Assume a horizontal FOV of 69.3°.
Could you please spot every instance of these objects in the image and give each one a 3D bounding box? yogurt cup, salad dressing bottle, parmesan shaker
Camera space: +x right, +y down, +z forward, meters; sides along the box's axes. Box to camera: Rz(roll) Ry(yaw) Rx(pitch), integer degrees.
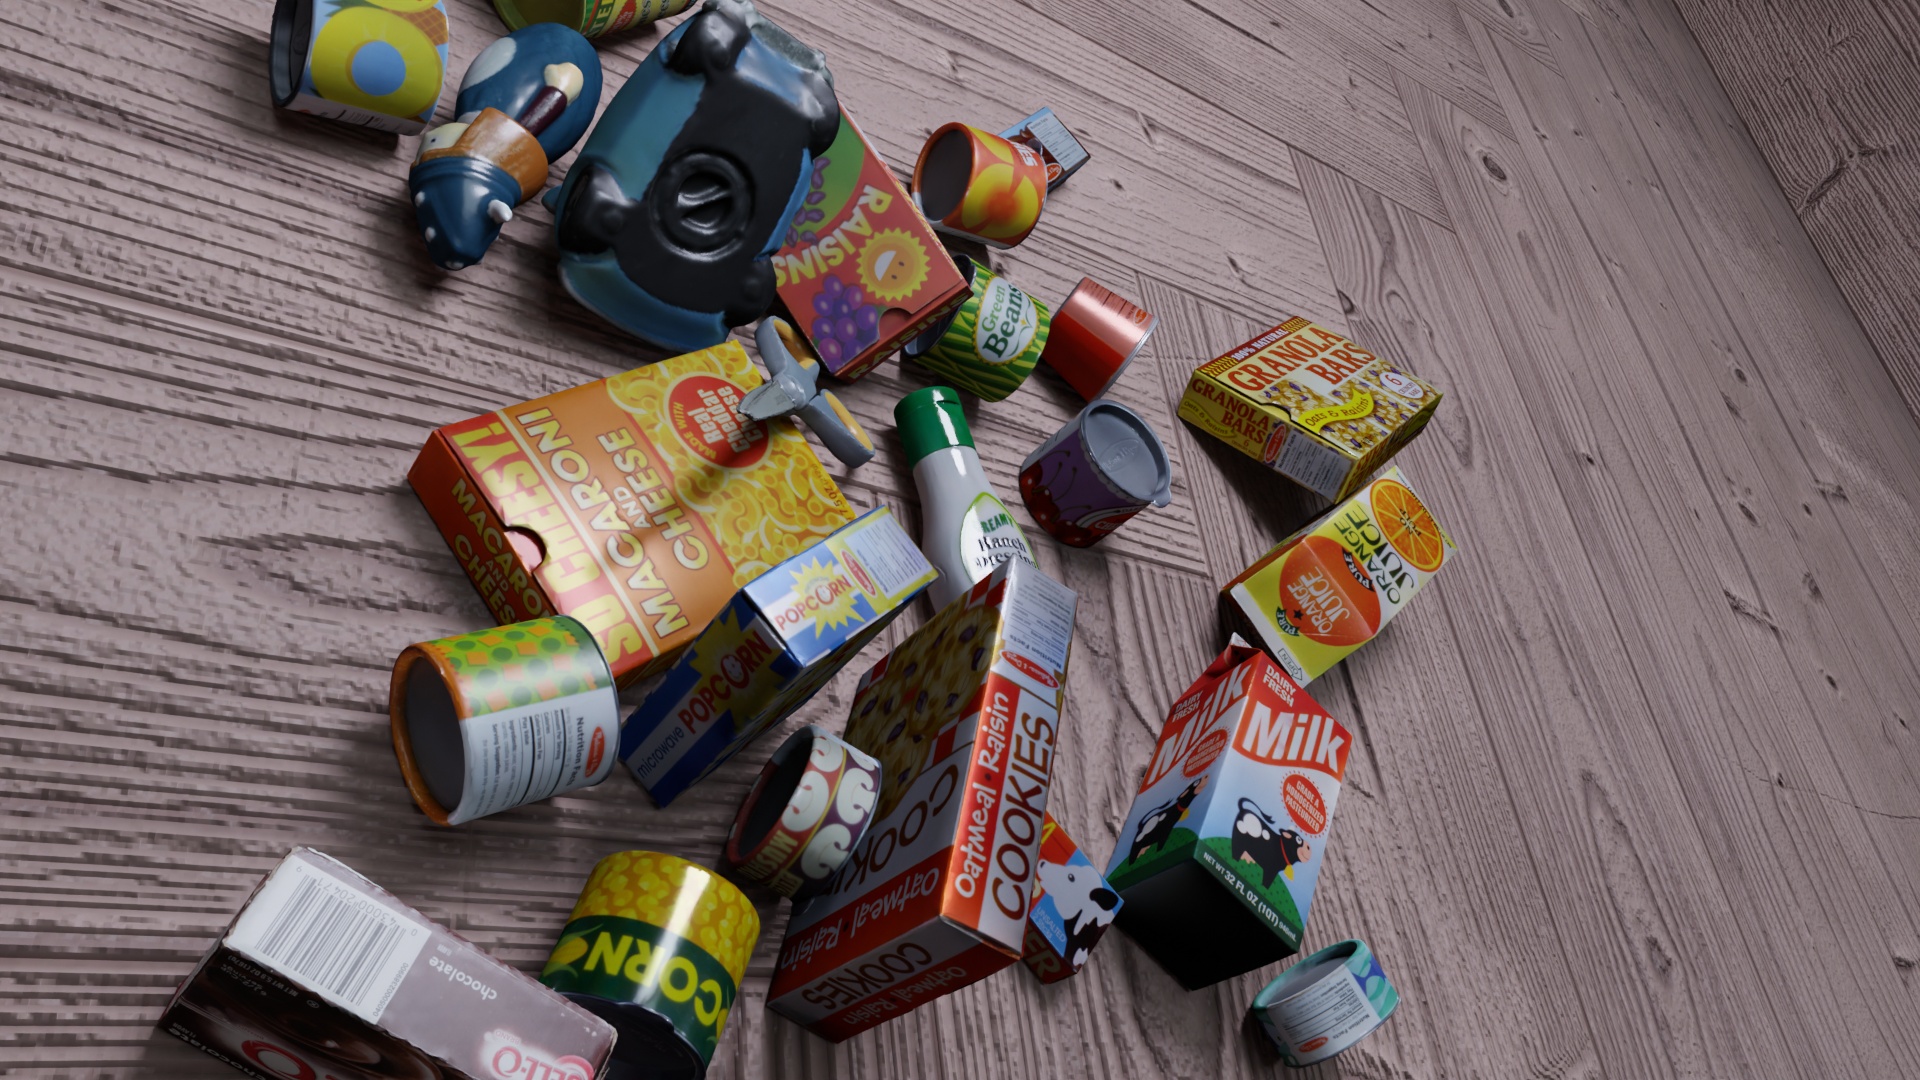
[{"bbox_3d":[0.081,-0.125,0.855,0.054,0.072,0.073,37,43,-3],"label":"yogurt cup"},{"bbox_3d":[0.003,-0.009,0.718,0.064,0.043,0.148,1,61,-42],"label":"salad dressing bottle"},{"bbox_3d":[-0.190,-0.307,0.742,0.071,0.071,0.103,49,42,-2],"label":"parmesan shaker"}]

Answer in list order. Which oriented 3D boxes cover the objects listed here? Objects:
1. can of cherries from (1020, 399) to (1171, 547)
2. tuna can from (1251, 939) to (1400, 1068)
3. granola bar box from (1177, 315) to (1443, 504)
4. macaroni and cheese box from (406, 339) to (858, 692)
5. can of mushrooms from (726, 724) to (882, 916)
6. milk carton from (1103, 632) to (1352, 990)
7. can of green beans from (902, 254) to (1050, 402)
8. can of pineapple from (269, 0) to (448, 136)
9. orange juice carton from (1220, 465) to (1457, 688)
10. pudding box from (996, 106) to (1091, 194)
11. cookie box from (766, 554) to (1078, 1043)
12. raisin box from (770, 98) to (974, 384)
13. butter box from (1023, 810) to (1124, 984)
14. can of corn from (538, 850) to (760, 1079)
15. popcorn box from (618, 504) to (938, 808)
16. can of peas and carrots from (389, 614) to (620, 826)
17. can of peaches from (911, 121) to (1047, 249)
[{"bbox_3d":[0.078,-0.035,0.791,0.071,0.058,0.072,23,48,-28],"label":"can of cherries"},{"bbox_3d":[0.181,0.228,0.689,0.071,0.070,0.033,-21,76,-47],"label":"tuna can"},{"bbox_3d":[0.244,-0.096,0.955,0.124,0.038,0.166,33,37,22],"label":"granola bar box"},{"bbox_3d":[-0.132,-0.013,0.606,0.167,0.040,0.124,-28,81,-48],"label":"macaroni and cheese box"},{"bbox_3d":[-0.064,0.111,0.558,0.033,0.070,0.071,34,44,-17],"label":"can of mushrooms"},{"bbox_3d":[0.144,0.128,0.721,0.072,0.073,0.191,43,42,-8],"label":"milk carton"},{"bbox_3d":[0.009,-0.119,0.785,0.058,0.071,0.071,27,47,-25],"label":"can of green beans"},{"bbox_3d":[-0.266,-0.220,0.616,0.058,0.070,0.071,4,59,-41],"label":"can of pineapple"},{"bbox_3d":[0.232,0.026,0.870,0.193,0.072,0.072,-29,83,-47],"label":"orange juice carton"},{"bbox_3d":[0.049,-0.260,0.946,0.049,0.030,0.084,48,42,-4],"label":"pudding box"},{"bbox_3d":[-0.012,0.104,0.565,0.040,0.122,0.168,32,45,-19],"label":"cookie box"},{"bbox_3d":[-0.062,-0.157,0.733,0.123,0.086,0.040,56,7,5],"label":"raisin box"},{"bbox_3d":[0.026,0.147,0.642,0.103,0.024,0.053,50,41,-1],"label":"butter box"},{"bbox_3d":[-0.109,0.150,0.488,0.071,0.071,0.058,36,43,-16],"label":"can of corn"},{"bbox_3d":[-0.075,0.047,0.549,0.038,0.126,0.085,51,41,6],"label":"popcorn box"},{"bbox_3d":[-0.167,0.063,0.505,0.059,0.070,0.071,-11,69,-44],"label":"can of peas and carrots"},{"bbox_3d":[0.012,-0.221,0.857,0.058,0.071,0.071,7,57,-37],"label":"can of peaches"}]
